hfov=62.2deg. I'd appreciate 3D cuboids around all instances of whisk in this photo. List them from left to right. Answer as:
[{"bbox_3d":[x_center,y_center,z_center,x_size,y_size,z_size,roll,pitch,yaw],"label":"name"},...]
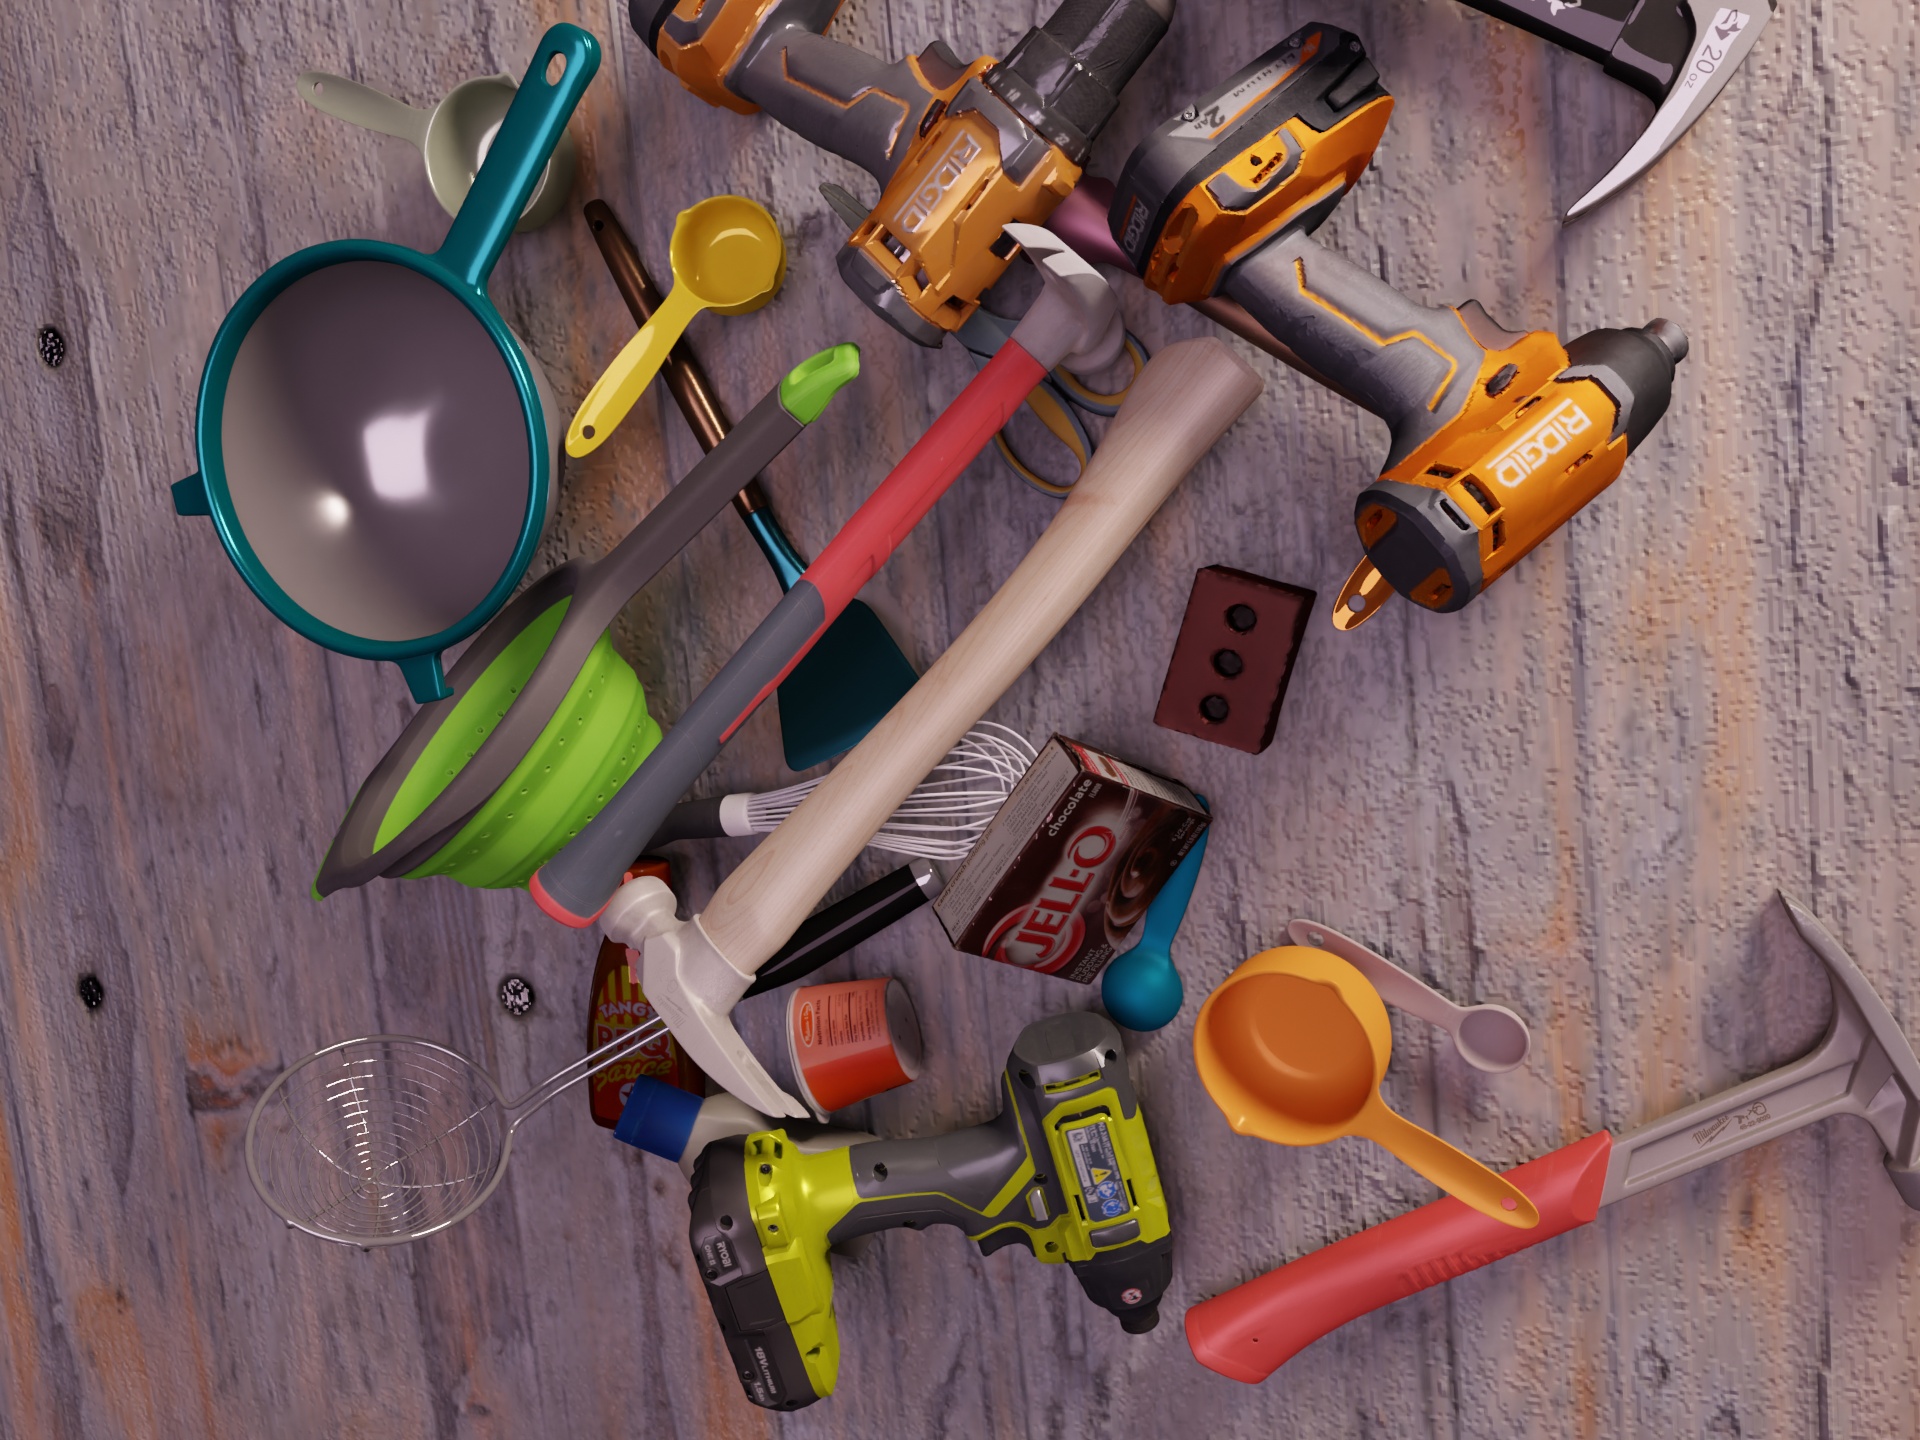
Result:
[{"bbox_3d":[-0.086,0.045,0.830,0.284,0.070,0.070,-7,96,24],"label":"whisk"}]

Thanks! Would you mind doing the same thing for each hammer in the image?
[{"bbox_3d":[-0.072,-0.052,0.713,0.038,0.143,0.386,44,100,10],"label":"hammer"},{"bbox_3d":[-0.001,-0.002,0.742,0.410,0.038,0.146,-49,63,9],"label":"hammer"},{"bbox_3d":[0.174,-0.340,0.690,0.335,0.035,0.146,29,106,12],"label":"hammer"},{"bbox_3d":[0.261,0.220,0.749,0.359,0.036,0.149,-31,88,20],"label":"hammer"}]

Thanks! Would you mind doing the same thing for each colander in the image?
[{"bbox_3d":[-0.164,-0.026,0.794,0.397,0.205,0.094,-40,116,22],"label":"colander"}]

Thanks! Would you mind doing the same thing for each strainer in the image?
[{"bbox_3d":[-0.255,-0.192,0.824,0.211,0.095,0.340,36,108,9],"label":"strainer"}]

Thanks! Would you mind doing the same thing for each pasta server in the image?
[{"bbox_3d":[0.128,-0.187,0.729,0.316,0.040,0.060,33,107,10],"label":"pasta server"}]

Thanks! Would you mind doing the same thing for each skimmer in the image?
[{"bbox_3d":[-0.181,0.151,0.810,0.363,0.090,0.127,-29,48,2],"label":"skimmer"}]

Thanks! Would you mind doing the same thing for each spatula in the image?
[{"bbox_3d":[-0.120,-0.130,0.817,0.082,0.044,0.317,-29,88,16],"label":"spatula"}]

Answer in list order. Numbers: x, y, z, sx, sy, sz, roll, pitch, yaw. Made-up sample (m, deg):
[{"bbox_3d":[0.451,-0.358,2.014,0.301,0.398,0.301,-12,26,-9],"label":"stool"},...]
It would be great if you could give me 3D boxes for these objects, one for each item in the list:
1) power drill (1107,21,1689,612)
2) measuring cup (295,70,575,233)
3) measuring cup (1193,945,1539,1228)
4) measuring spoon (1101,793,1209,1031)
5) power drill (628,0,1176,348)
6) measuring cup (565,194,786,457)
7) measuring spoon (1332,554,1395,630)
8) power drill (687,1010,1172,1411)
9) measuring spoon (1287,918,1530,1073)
[{"bbox_3d":[0.189,-0.177,0.669,0.164,0.084,0.226,-37,82,-12],"label":"power drill"},{"bbox_3d":[-0.278,-0.312,0.845,0.168,0.038,0.083,24,105,15],"label":"measuring cup"},{"bbox_3d":[0.195,0.174,0.748,0.174,0.052,0.095,33,115,14],"label":"measuring cup"},{"bbox_3d":[0.100,0.098,0.790,0.042,0.021,0.128,18,105,15],"label":"measuring spoon"},{"bbox_3d":[-0.027,-0.307,0.717,0.185,0.084,0.226,-47,70,19],"label":"power drill"},{"bbox_3d":[-0.146,-0.194,0.805,0.062,0.029,0.156,39,94,7],"label":"measuring cup"},{"bbox_3d":[0.210,-0.089,0.733,0.021,0.011,0.117,39,112,12],"label":"measuring spoon"},{"bbox_3d":[-0.009,0.255,0.795,0.223,0.080,0.171,-16,106,1],"label":"power drill"},{"bbox_3d":[0.215,0.127,0.764,0.124,0.018,0.034,29,120,19],"label":"measuring spoon"}]
